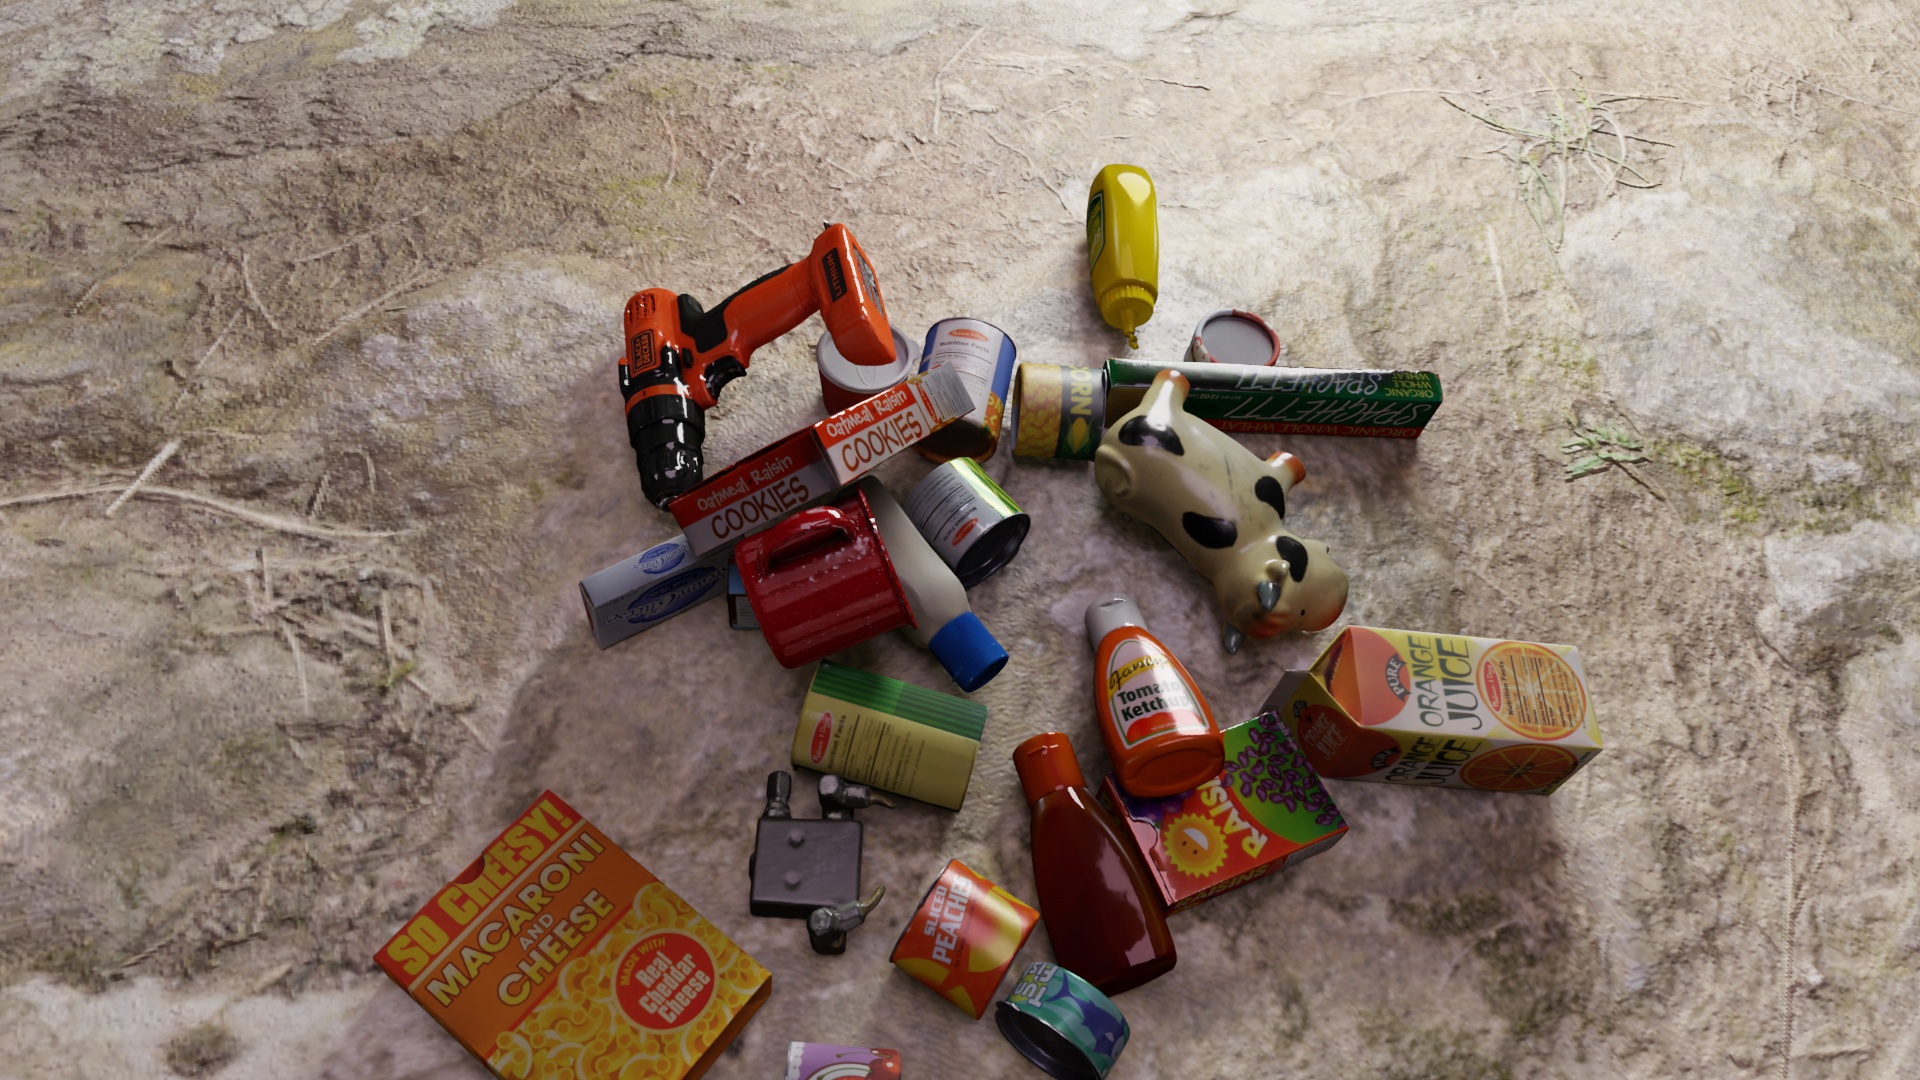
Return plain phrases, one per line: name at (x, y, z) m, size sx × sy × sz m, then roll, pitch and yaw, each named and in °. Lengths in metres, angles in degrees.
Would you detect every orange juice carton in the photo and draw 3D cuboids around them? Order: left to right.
orange juice carton at (0.285, 0.105, 0.865) m, size 0.193 × 0.071 × 0.073 m, roll 5°, pitch 56°, yaw -4°

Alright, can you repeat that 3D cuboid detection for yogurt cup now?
yogurt cup at (-0.068, -0.115, 0.976) m, size 0.072 × 0.053 × 0.073 m, roll 4°, pitch 56°, yaw -5°

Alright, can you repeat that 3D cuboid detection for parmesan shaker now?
parmesan shaker at (-0.042, 0.117, 0.820) m, size 0.103 × 0.071 × 0.072 m, roll 16°, pitch 56°, yaw 2°

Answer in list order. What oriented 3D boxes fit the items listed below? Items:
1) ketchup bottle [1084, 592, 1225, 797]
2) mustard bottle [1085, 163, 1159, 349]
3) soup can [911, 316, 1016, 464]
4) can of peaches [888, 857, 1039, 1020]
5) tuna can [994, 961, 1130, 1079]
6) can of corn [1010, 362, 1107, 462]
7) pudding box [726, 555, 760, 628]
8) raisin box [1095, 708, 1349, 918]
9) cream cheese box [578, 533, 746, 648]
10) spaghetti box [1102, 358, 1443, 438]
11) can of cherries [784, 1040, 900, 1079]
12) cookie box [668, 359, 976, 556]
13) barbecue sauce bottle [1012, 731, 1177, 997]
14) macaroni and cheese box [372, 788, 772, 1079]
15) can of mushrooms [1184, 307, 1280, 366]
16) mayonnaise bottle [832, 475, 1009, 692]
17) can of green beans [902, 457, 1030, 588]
ketchup bottle at (0.109, 0.089, 0.842) m, size 0.065 × 0.043 × 0.149 m, roll -13°, pitch 34°, yaw -2°
mustard bottle at (0.125, -0.214, 1.065) m, size 0.049 × 0.065 × 0.161 m, roll 5°, pitch 60°, yaw -9°
soup can at (0.000, -0.101, 0.970) m, size 0.071 × 0.071 × 0.084 m, roll 12°, pitch 60°, yaw 0°
can of peaches at (0.003, 0.216, 0.754) m, size 0.058 × 0.071 × 0.071 m, roll 31°, pitch 58°, yaw 12°
tuna can at (0.053, 0.255, 0.735) m, size 0.071 × 0.070 × 0.033 m, roll 32°, pitch 57°, yaw 14°
can of corn at (0.068, -0.091, 0.969) m, size 0.058 × 0.070 × 0.071 m, roll 4°, pitch 56°, yaw -4°
pudding box at (-0.104, 0.033, 0.875) m, size 0.084 × 0.049 × 0.030 m, roll 0°, pitch 58°, yaw -7°
raisin box at (0.154, 0.163, 0.829) m, size 0.124 × 0.040 × 0.086 m, roll -17°, pitch 61°, yaw -17°
cream cheese box at (-0.184, 0.025, 0.867) m, size 0.104 × 0.053 × 0.024 m, roll -26°, pitch 65°, yaw -23°
spaghetti box at (0.224, -0.103, 1.010) m, size 0.250 × 0.050 × 0.029 m, roll 2°, pitch 58°, yaw -7°
can of cherries at (-0.061, 0.288, 0.696) m, size 0.058 × 0.071 × 0.072 m, roll 7°, pitch 56°, yaw -4°
cookie box at (-0.082, -0.053, 0.855) m, size 0.040 × 0.122 × 0.168 m, roll 62°, pitch 34°, yaw -5°
barbecue sauce bottle at (0.069, 0.183, 0.798) m, size 0.065 × 0.043 × 0.149 m, roll -25°, pitch 58°, yaw 8°
macaroni and cheese box at (-0.203, 0.229, 0.735) m, size 0.167 × 0.040 × 0.124 m, roll 35°, pitch 58°, yaw 15°
can of mushrooms at (0.206, -0.139, 1.042) m, size 0.071 × 0.033 × 0.071 m, roll 4°, pitch 55°, yaw -5°
mayonnaise bottle at (-0.028, 0.030, 0.882) m, size 0.041 × 0.064 × 0.148 m, roll -30°, pitch 69°, yaw -28°
can of green beans at (0.003, -0.012, 0.910) m, size 0.071 × 0.071 × 0.058 m, roll -33°, pitch 65°, yaw -25°
